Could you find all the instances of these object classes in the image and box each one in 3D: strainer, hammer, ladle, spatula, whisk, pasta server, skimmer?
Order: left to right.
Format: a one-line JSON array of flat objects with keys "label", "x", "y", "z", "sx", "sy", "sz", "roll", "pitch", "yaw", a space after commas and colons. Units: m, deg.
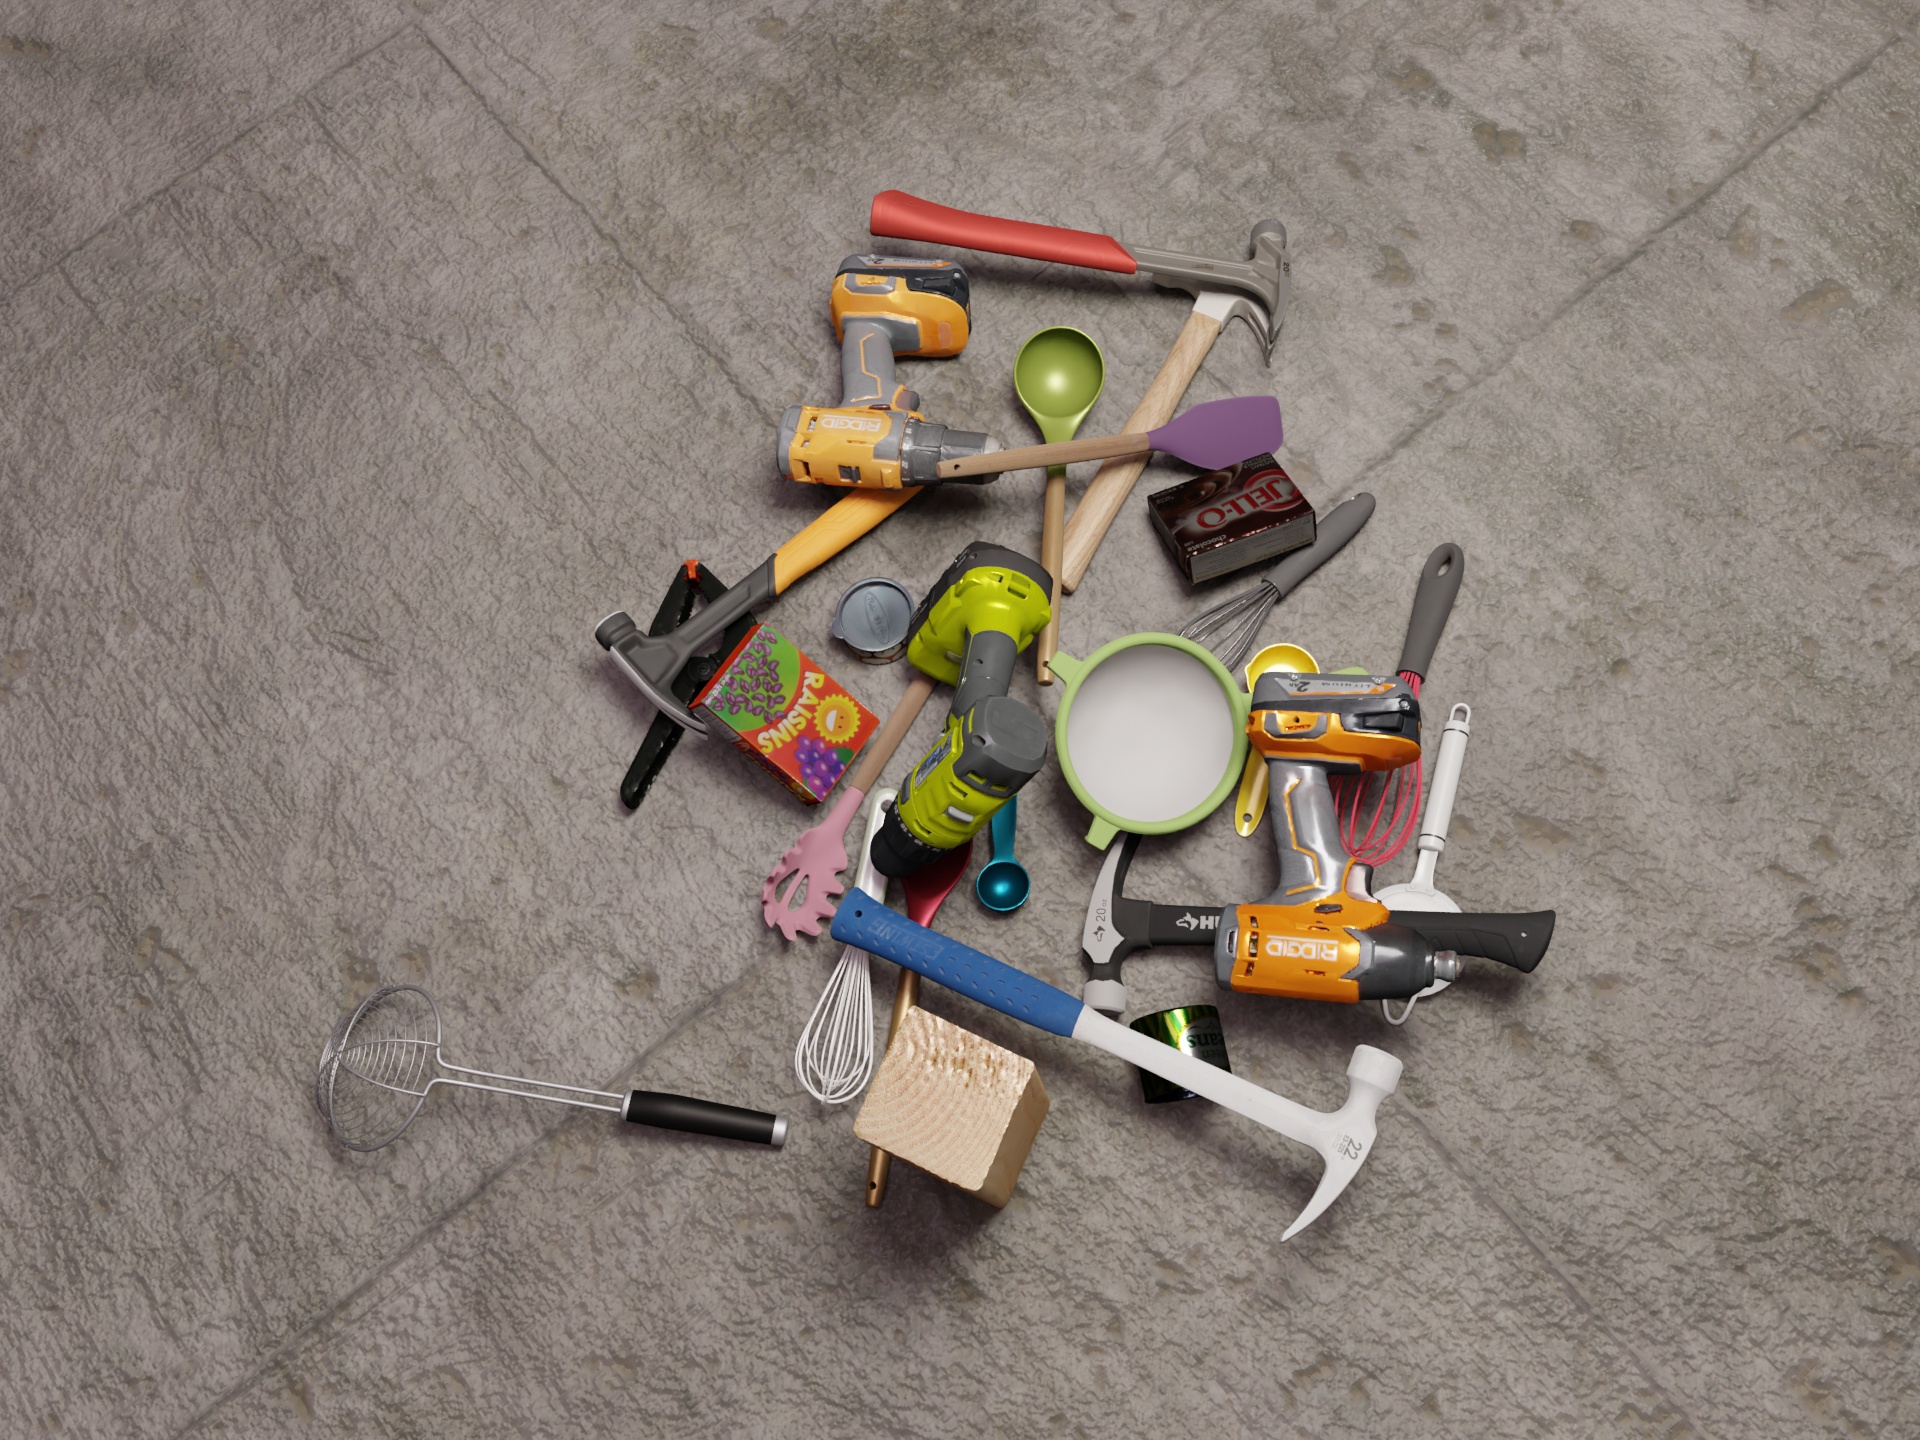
[{"label": "skimmer", "x": -0.310, "y": 0.284, "z": 1.208, "sx": 0.363, "sy": 0.090, "sz": 0.127, "roll": 10, "pitch": 69, "yaw": -1}, {"label": "hammer", "x": -0.131, "y": -0.128, "z": 1.310, "sx": 0.337, "sy": 0.034, "sz": 0.127, "roll": -40, "pitch": 75, "yaw": -18}, {"label": "whisk", "x": -0.077, "y": 0.169, "z": 1.208, "sx": 0.057, "sy": 0.059, "sz": 0.246, "roll": 13, "pitch": 72, "yaw": -7}, {"label": "pasta server", "x": -0.066, "y": 0.033, "z": 1.268, "sx": 0.060, "sy": 0.040, "sz": 0.316, "roll": 37, "pitch": 73, "yaw": -18}, {"label": "ladle", "x": -0.039, "y": 0.207, "z": 1.208, "sx": 0.069, "sy": 0.031, "sz": 0.315, "roll": 2, "pitch": 72, "yaw": 24}, {"label": "ladle", "x": 0.075, "y": -0.179, "z": 1.293, "sx": 0.078, "sy": 0.062, "sz": 0.320, "roll": 0, "pitch": 66, "yaw": 9}, {"label": "hammer", "x": 0.100, "y": -0.394, "z": 1.350, "sx": 0.359, "sy": 0.036, "sz": 0.149, "roll": 9, "pitch": 54, "yaw": 1}, {"label": "hammer", "x": 0.090, "y": 0.221, "z": 1.117, "sx": 0.405, "sy": 0.035, "sz": 0.144, "roll": 22, "pitch": 75, "yaw": 17}, {"label": "spatula", "x": 0.128, "y": -0.221, "z": 1.293, "sx": 0.316, "sy": 0.018, "sz": 0.060, "roll": -11, "pitch": 97, "yaw": -20}, {"label": "hammer", "x": 0.160, "y": -0.250, "z": 1.351, "sx": 0.130, "sy": 0.031, "sz": 0.331, "roll": 26, "pitch": 75, "yaw": 15}, {"label": "strainer", "x": 0.188, "y": -0.003, "z": 1.224, "sx": 0.256, "sy": 0.069, "sz": 0.151, "roll": -14, "pitch": 93, "yaw": -13}, {"label": "whisk", "x": 0.253, "y": -0.108, "z": 1.283, "sx": 0.239, "sy": 0.055, "sz": 0.055, "roll": -42, "pitch": 72, "yaw": -13}, {"label": "hammer", "x": 0.256, "y": 0.147, "z": 1.161, "sx": 0.335, "sy": 0.035, "sz": 0.146, "roll": -1, "pitch": 68, "yaw": 19}, {"label": "whisk", "x": 0.343, "y": -0.018, "z": 1.234, "sx": 0.073, "sy": 0.073, "sz": 0.296, "roll": 19, "pitch": 67, "yaw": 12}, {"label": "strainer", "x": 0.352, "y": 0.100, "z": 1.202, "sx": 0.087, "sy": 0.050, "sz": 0.258, "roll": 9, "pitch": 67, "yaw": 24}]

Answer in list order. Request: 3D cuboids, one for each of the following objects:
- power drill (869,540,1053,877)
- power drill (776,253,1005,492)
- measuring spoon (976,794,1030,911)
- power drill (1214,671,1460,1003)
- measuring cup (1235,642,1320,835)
[{"label": "power drill", "x": -0.002, "y": -0.004, "z": 1.189, "sx": 0.080, "sy": 0.190, "sz": 0.229, "roll": 24, "pitch": 46, "yaw": -18}, {"label": "power drill", "x": -0.042, "y": -0.285, "z": 1.335, "sx": 0.185, "sy": 0.084, "sz": 0.226, "roll": 6, "pitch": 57, "yaw": 8}, {"label": "measuring spoon", "x": 0.035, "y": 0.093, "z": 1.251, "sx": 0.042, "sy": 0.021, "sz": 0.129, "roll": -2, "pitch": 61, "yaw": 6}, {"label": "power drill", "x": 0.271, "y": 0.085, "z": 1.119, "sx": 0.164, "sy": 0.084, "sz": 0.227, "roll": 3, "pitch": 74, "yaw": 20}, {"label": "measuring cup", "x": 0.242, "y": 0.016, "z": 1.255, "sx": 0.062, "sy": 0.029, "sz": 0.156, "roll": 15, "pitch": 84, "yaw": 10}]
